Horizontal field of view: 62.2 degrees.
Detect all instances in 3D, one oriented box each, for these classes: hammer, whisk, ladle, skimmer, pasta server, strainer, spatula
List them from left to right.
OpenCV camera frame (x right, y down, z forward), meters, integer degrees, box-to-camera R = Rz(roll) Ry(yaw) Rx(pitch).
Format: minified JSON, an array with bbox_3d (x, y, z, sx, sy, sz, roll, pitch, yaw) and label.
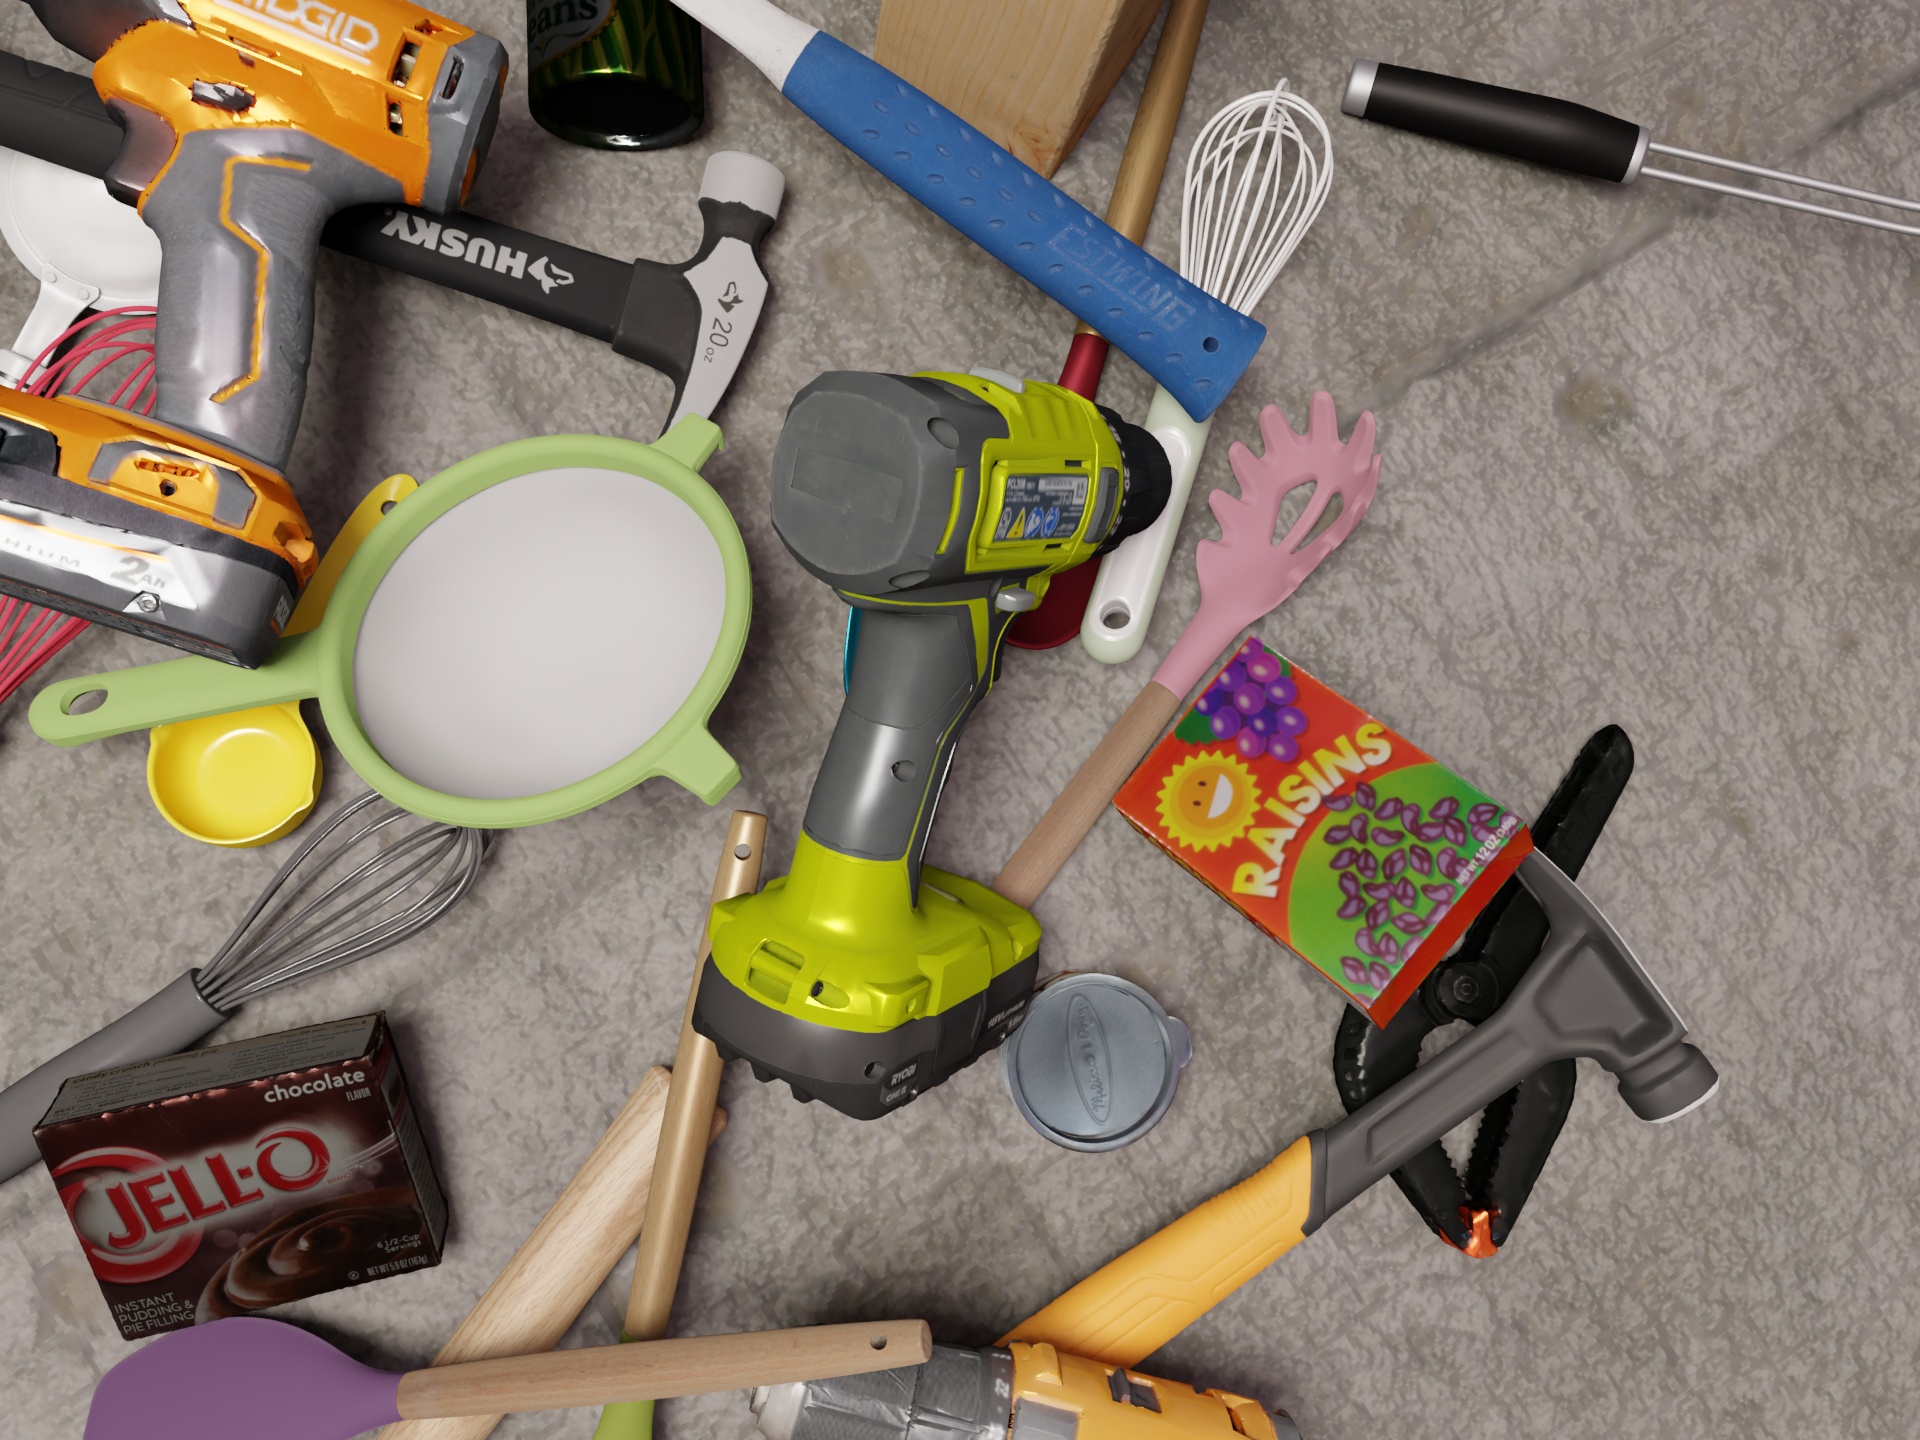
[{"bbox_3d":[-0.347,-0.015,0.564,0.073,0.073,0.296,30,89,-3],"label":"whisk"},{"bbox_3d":[-0.341,-0.135,0.586,0.086,0.050,0.258,27,86,-18],"label":"strainer"},{"bbox_3d":[-0.271,0.099,0.570,0.239,0.055,0.055,-36,90,-5],"label":"whisk"},{"bbox_3d":[-0.238,-0.182,0.570,0.334,0.035,0.146,15,85,-18],"label":"hammer"},{"bbox_3d":[-0.200,0.266,0.570,0.130,0.031,0.331,37,82,-3],"label":"hammer"},{"bbox_3d":[-0.191,-0.012,0.562,0.256,0.069,0.152,-10,62,5],"label":"strainer"},{"bbox_3d":[-0.161,0.220,0.530,0.316,0.018,0.060,-11,57,14],"label":"spatula"},{"bbox_3d":[-0.104,0.189,0.548,0.078,0.062,0.320,12,88,-9],"label":"ladle"},{"bbox_3d":[-0.062,-0.245,0.564,0.405,0.035,0.144,34,81,-6],"label":"hammer"},{"bbox_3d":[0.059,-0.177,0.640,0.069,0.031,0.315,20,81,-21],"label":"ladle"},{"bbox_3d":[0.062,0.007,0.619,0.060,0.040,0.316,34,83,31],"label":"pasta server"},{"bbox_3d":[0.092,-0.138,0.623,0.058,0.059,0.246,16,82,12],"label":"whisk"},{"bbox_3d":[0.105,0.178,0.587,0.337,0.034,0.127,-36,86,0],"label":"hammer"},{"bbox_3d":[0.336,-0.211,0.675,0.363,0.090,0.127,16,86,5],"label":"skimmer"}]

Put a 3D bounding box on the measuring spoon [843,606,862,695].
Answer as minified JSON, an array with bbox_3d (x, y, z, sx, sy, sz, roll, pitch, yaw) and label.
[{"bbox_3d":[-0.030,-0.066,0.629,0.042,0.021,0.128,9,93,-7],"label":"measuring spoon"}]

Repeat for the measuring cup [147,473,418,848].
[{"bbox_3d":[-0.244,-0.023,0.598,0.062,0.029,0.156,25,71,-3],"label":"measuring cup"}]

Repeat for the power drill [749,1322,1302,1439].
[{"bbox_3d":[-0.002,0.318,0.541,0.185,0.084,0.226,17,97,-5],"label":"power drill"}]

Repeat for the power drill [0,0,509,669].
[{"bbox_3d":[-0.257,-0.146,0.505,0.164,0.084,0.226,19,79,-17],"label":"power drill"}]

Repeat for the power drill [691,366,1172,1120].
[{"bbox_3d":[-0.001,-0.002,0.531,0.080,0.190,0.228,22,108,27],"label":"power drill"}]
